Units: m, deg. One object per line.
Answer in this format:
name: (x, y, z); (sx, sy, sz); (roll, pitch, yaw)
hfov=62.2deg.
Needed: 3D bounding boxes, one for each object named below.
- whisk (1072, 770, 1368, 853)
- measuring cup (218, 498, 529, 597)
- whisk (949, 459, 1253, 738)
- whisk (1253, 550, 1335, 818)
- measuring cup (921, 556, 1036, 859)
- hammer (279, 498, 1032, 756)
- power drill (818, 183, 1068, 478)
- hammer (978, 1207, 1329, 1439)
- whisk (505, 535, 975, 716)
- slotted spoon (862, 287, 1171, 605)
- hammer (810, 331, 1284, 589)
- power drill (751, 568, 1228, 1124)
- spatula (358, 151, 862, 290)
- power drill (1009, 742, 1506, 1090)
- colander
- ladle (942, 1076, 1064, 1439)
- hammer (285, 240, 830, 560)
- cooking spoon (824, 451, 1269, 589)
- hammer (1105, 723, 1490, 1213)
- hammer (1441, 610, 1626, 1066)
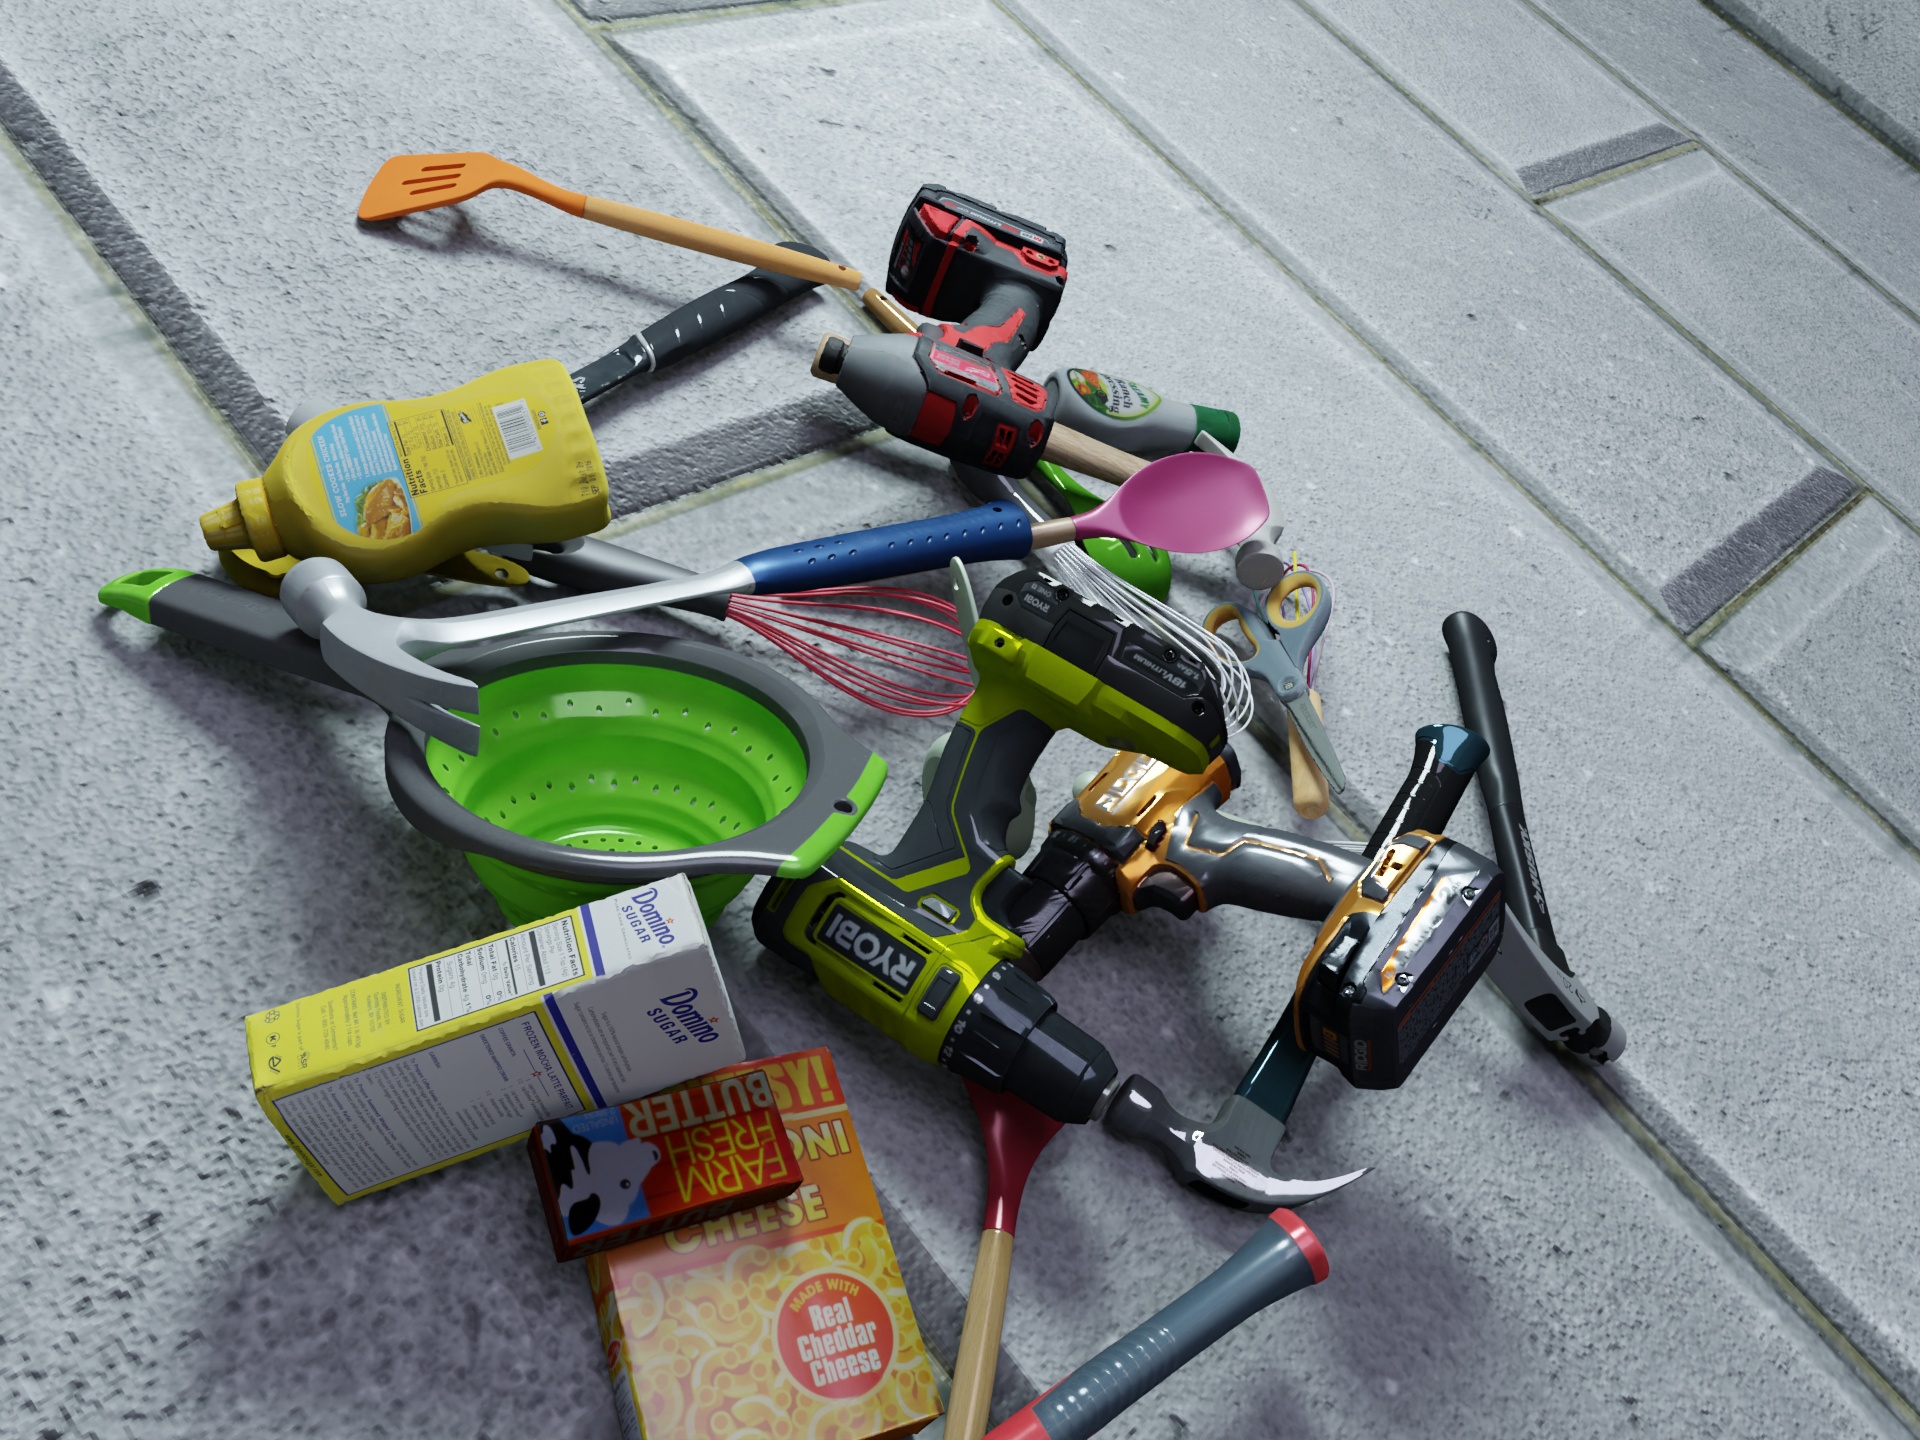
whisk: (0.181, 0.077, 0.938); (0.246, 0.059, 0.058); (18, 4, -6)
measuring cup: (-0.310, -0.082, 0.843); (0.156, 0.029, 0.062); (9, 51, -27)
whisk: (0.080, -0.090, 1.016); (0.070, 0.070, 0.285); (-23, 60, -37)
whisk: (0.218, -0.030, 1.023); (0.051, 0.047, 0.245); (18, 41, -7)
measuring cup: (-0.001, -0.003, 0.854); (0.038, 0.083, 0.167); (-13, 96, -24)
hammer: (-0.119, -0.068, 0.819); (0.405, 0.035, 0.144); (-16, 38, -38)
power drill: (-0.006, -0.246, 1.004); (0.143, 0.078, 0.220); (19, 42, -8)
hammer: (0.013, 0.296, 0.630); (0.386, 0.143, 0.038); (-17, 62, -41)
whisk: (-0.112, -0.062, 0.900); (0.295, 0.073, 0.073); (15, 48, -6)
slotted spoon: (0.036, -0.197, 1.100); (0.314, 0.031, 0.070); (47, 44, 16)
hammer: (0.061, -0.186, 1.055); (0.331, 0.031, 0.130); (19, 39, -10)
power drill: (0.033, 0.062, 0.770); (0.191, 0.080, 0.228); (31, 85, 17)
spatula: (-0.225, -0.325, 1.050); (0.322, 0.041, 0.081); (12, 46, -12)
power drill: (0.135, 0.099, 0.813); (0.226, 0.084, 0.185); (26, 58, 36)
colander: (-0.236, 0.020, 0.759); (0.397, 0.094, 0.204); (18, 30, 12)
ladle: (0.011, 0.258, 0.720); (0.069, 0.031, 0.316); (20, 49, -9)
hammer: (-0.205, -0.220, 0.986); (0.149, 0.036, 0.409); (31, 44, 14)
cooking spoon: (0.045, -0.114, 0.985); (0.319, 0.017, 0.069); (-12, 77, -15)
hammer: (0.212, 0.122, 0.874); (0.128, 0.033, 0.331); (36, 61, 4)
hammer: (0.345, 0.048, 1.022); (0.146, 0.035, 0.335); (39, 37, -28)
